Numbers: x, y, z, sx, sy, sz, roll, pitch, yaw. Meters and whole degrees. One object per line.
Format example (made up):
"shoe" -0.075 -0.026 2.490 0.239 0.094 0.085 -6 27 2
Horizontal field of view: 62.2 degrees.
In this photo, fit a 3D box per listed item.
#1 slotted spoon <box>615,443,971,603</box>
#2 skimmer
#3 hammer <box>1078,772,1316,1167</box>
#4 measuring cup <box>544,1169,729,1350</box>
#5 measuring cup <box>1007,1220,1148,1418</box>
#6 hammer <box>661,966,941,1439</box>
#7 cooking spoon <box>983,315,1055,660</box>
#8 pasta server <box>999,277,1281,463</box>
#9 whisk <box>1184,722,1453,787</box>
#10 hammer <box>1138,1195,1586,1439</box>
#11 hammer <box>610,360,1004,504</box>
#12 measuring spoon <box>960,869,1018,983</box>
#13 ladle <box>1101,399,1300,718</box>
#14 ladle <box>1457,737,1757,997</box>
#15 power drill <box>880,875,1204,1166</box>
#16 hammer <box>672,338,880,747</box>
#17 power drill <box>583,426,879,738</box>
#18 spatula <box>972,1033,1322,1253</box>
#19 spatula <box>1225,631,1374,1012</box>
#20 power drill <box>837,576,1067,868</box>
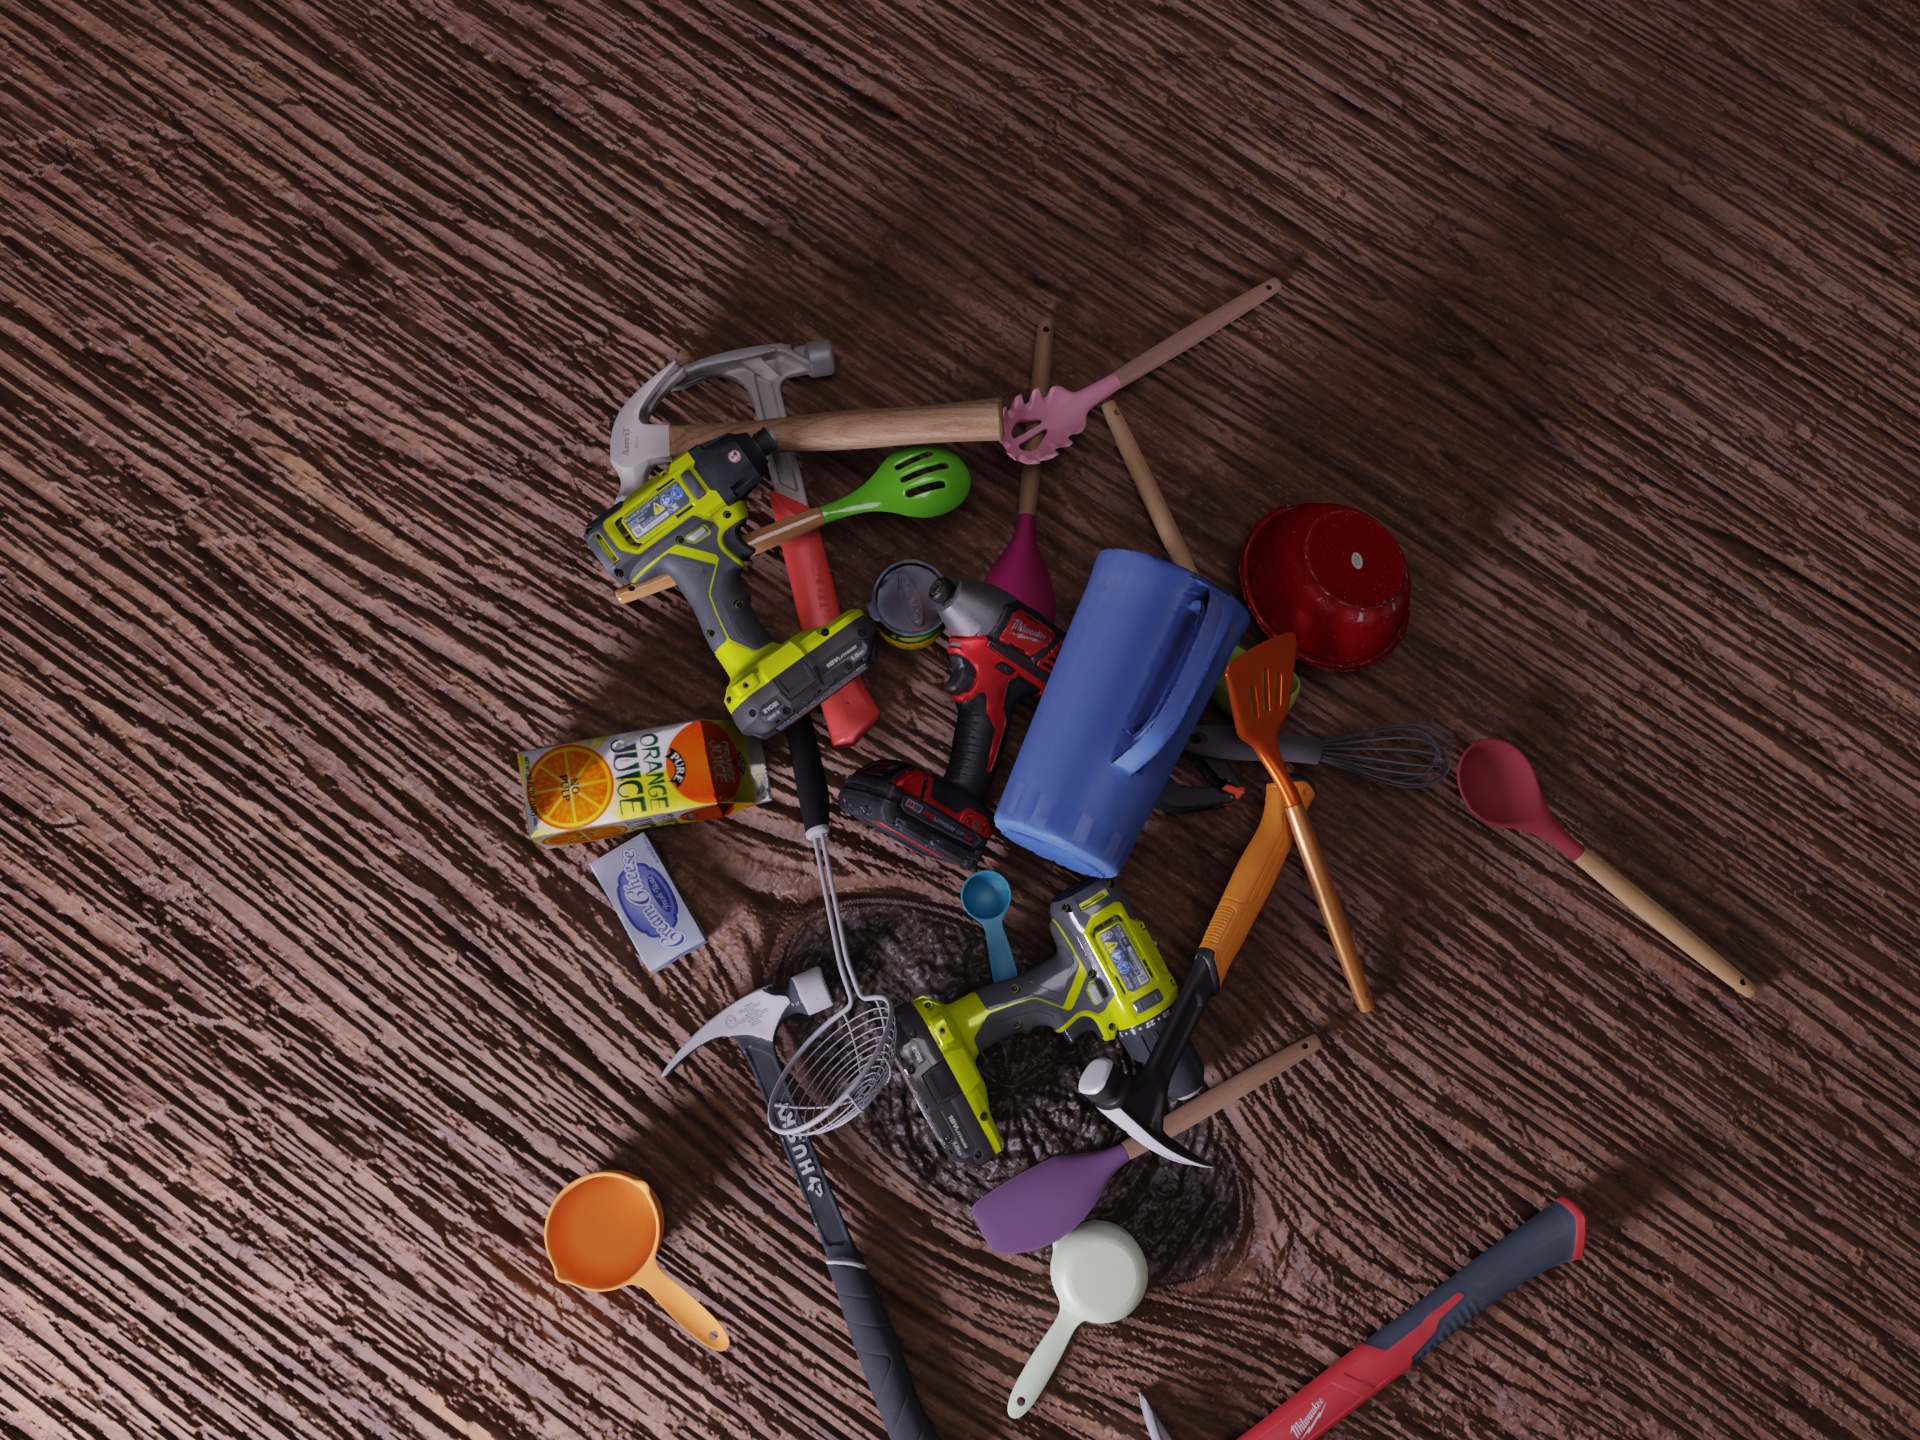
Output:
"slotted spoon" -0.139 -0.160 1.328 0.314 0.031 0.070 -22 73 -6
"skimmer" -0.122 0.141 1.245 0.090 0.127 0.364 13 56 -45
"hammer" 0.213 0.186 1.273 0.127 0.034 0.337 42 63 -21
"measuring cup" -0.243 0.422 1.232 0.173 0.052 0.095 42 80 3
"measuring cup" 0.086 0.472 1.244 0.083 0.038 0.167 33 77 4
"hammer" -0.102 0.410 1.250 0.149 0.036 0.409 -22 81 -6
"cooking spoon" 0.060 -0.203 1.387 0.068 0.017 0.319 7 79 -3
"pasta server" 0.160 -0.313 1.394 0.316 0.040 0.060 -33 93 -14
"whisk" 0.297 0.022 1.328 0.239 0.055 0.055 5 79 -8
"hammer" 0.328 0.487 1.256 0.386 0.038 0.143 -33 81 -9
"hammer" -0.129 -0.243 1.329 0.331 0.031 0.130 -4 83 5
"measuring spoon" 0.030 0.186 1.313 0.042 0.021 0.128 -13 89 -8
"ladle" 0.197 -0.142 1.365 0.078 0.062 0.320 -16 76 -32
"ladle" 0.545 0.128 1.344 0.315 0.031 0.069 40 82 3
"power drill" 0.071 0.255 1.268 0.228 0.080 0.190 -28 91 -10
"hammer" -0.145 -0.150 1.357 0.149 0.036 0.359 -13 79 -5
"power drill" -0.170 -0.113 1.276 0.171 0.080 0.223 -36 89 -2
"spatula" 0.157 0.337 1.285 0.316 0.018 0.060 -28 65 -8
"spatula" 0.284 0.090 1.290 0.081 0.041 0.322 -25 98 -30
"power drill" -0.002 -0.004 1.290 0.143 0.079 0.220 33 77 -30
